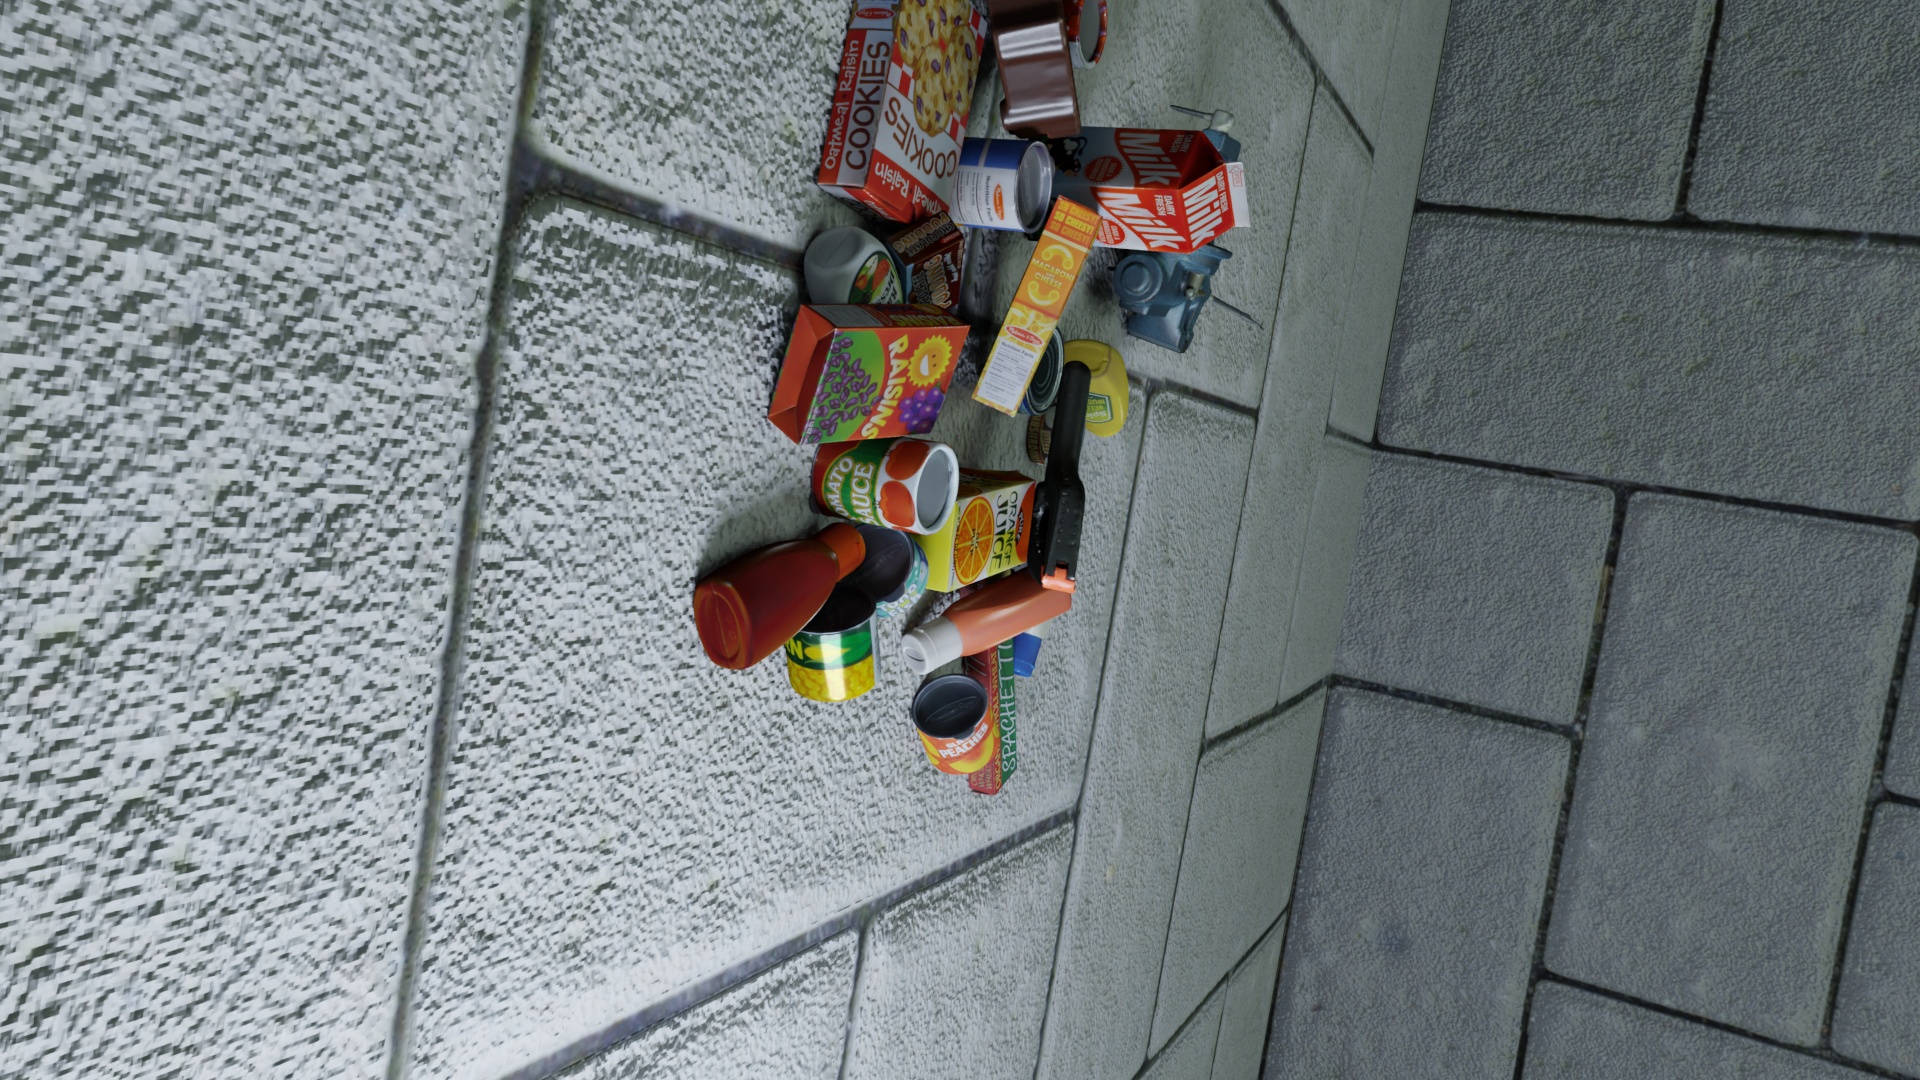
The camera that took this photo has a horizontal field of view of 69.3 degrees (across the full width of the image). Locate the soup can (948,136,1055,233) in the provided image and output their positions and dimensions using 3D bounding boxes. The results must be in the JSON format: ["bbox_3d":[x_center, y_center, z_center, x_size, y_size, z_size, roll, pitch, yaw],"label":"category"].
[{"bbox_3d":[0.019,-0.266,1.030,0.072,0.084,0.071,-37,133,-55],"label":"soup can"}]

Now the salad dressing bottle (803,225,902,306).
[{"bbox_3d":[-0.061,-0.150,0.957,0.064,0.044,0.147,-58,149,-21],"label":"salad dressing bottle"}]

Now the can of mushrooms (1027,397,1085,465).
[{"bbox_3d":[0.089,-0.101,1.303,0.071,0.033,0.070,-38,134,-54],"label":"can of mushrooms"}]

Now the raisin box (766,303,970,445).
[{"bbox_3d":[-0.059,-0.112,0.918,0.124,0.040,0.085,-10,129,-47],"label":"raisin box"}]

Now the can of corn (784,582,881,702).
[{"bbox_3d":[-0.091,0.071,0.962,0.071,0.071,0.058,-44,139,-50],"label":"can of corn"}]

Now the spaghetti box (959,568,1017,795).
[{"bbox_3d":[0.026,0.120,1.266,0.050,0.029,0.248,-41,135,-51],"label":"spaghetti box"}]

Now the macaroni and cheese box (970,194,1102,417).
[{"bbox_3d":[0.062,-0.188,1.103,0.124,0.040,0.166,-71,-175,-77],"label":"macaroni and cheese box"}]

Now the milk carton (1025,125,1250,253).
[{"bbox_3d":[0.145,-0.293,1.157,0.074,0.190,0.072,-66,152,-27],"label":"milk carton"}]

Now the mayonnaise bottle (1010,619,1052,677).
[{"bbox_3d":[0.070,0.054,1.318,0.064,0.041,0.148,42,63,-65],"label":"mayonnaise bottle"}]

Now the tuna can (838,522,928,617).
[{"bbox_3d":[-0.057,0.023,1.005,0.032,0.071,0.071,49,56,-60],"label":"tuna can"}]

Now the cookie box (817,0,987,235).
[{"bbox_3d":[-0.036,-0.301,0.950,0.123,0.040,0.167,15,86,-66],"label":"cookie box"}]

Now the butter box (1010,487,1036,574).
[{"bbox_3d":[0.069,0.000,1.279,0.104,0.053,0.024,-66,154,-26],"label":"butter box"}]

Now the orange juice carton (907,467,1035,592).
[{"bbox_3d":[0.004,-0.014,1.114,0.193,0.073,0.071,-17,115,-62],"label":"orange juice carton"}]

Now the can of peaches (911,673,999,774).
[{"bbox_3d":[-0.003,0.157,1.174,0.071,0.071,0.057,-60,150,-34],"label":"can of peaches"}]

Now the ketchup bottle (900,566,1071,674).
[{"bbox_3d":[0.019,0.065,1.156,0.149,0.065,0.043,-24,112,-32],"label":"ketchup bottle"}]

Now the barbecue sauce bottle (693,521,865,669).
[{"bbox_3d":[-0.115,0.028,0.918,0.149,0.043,0.064,-37,123,-56],"label":"barbecue sauce bottle"}]

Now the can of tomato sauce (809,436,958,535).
[{"bbox_3d":[-0.053,-0.041,0.971,0.071,0.083,0.071,-36,131,-55],"label":"can of tomato sauce"}]

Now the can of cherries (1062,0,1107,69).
[{"bbox_3d":[0.082,-0.421,1.128,0.072,0.058,0.071,-37,133,-54],"label":"can of cherries"}]

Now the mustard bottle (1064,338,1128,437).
[{"bbox_3d":[0.134,-0.138,1.349,0.159,0.065,0.049,54,47,-62],"label":"mustard bottle"}]

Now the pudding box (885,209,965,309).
[{"bbox_3d":[-0.026,-0.189,0.978,0.050,0.030,0.083,-29,161,-15],"label":"pudding box"}]
